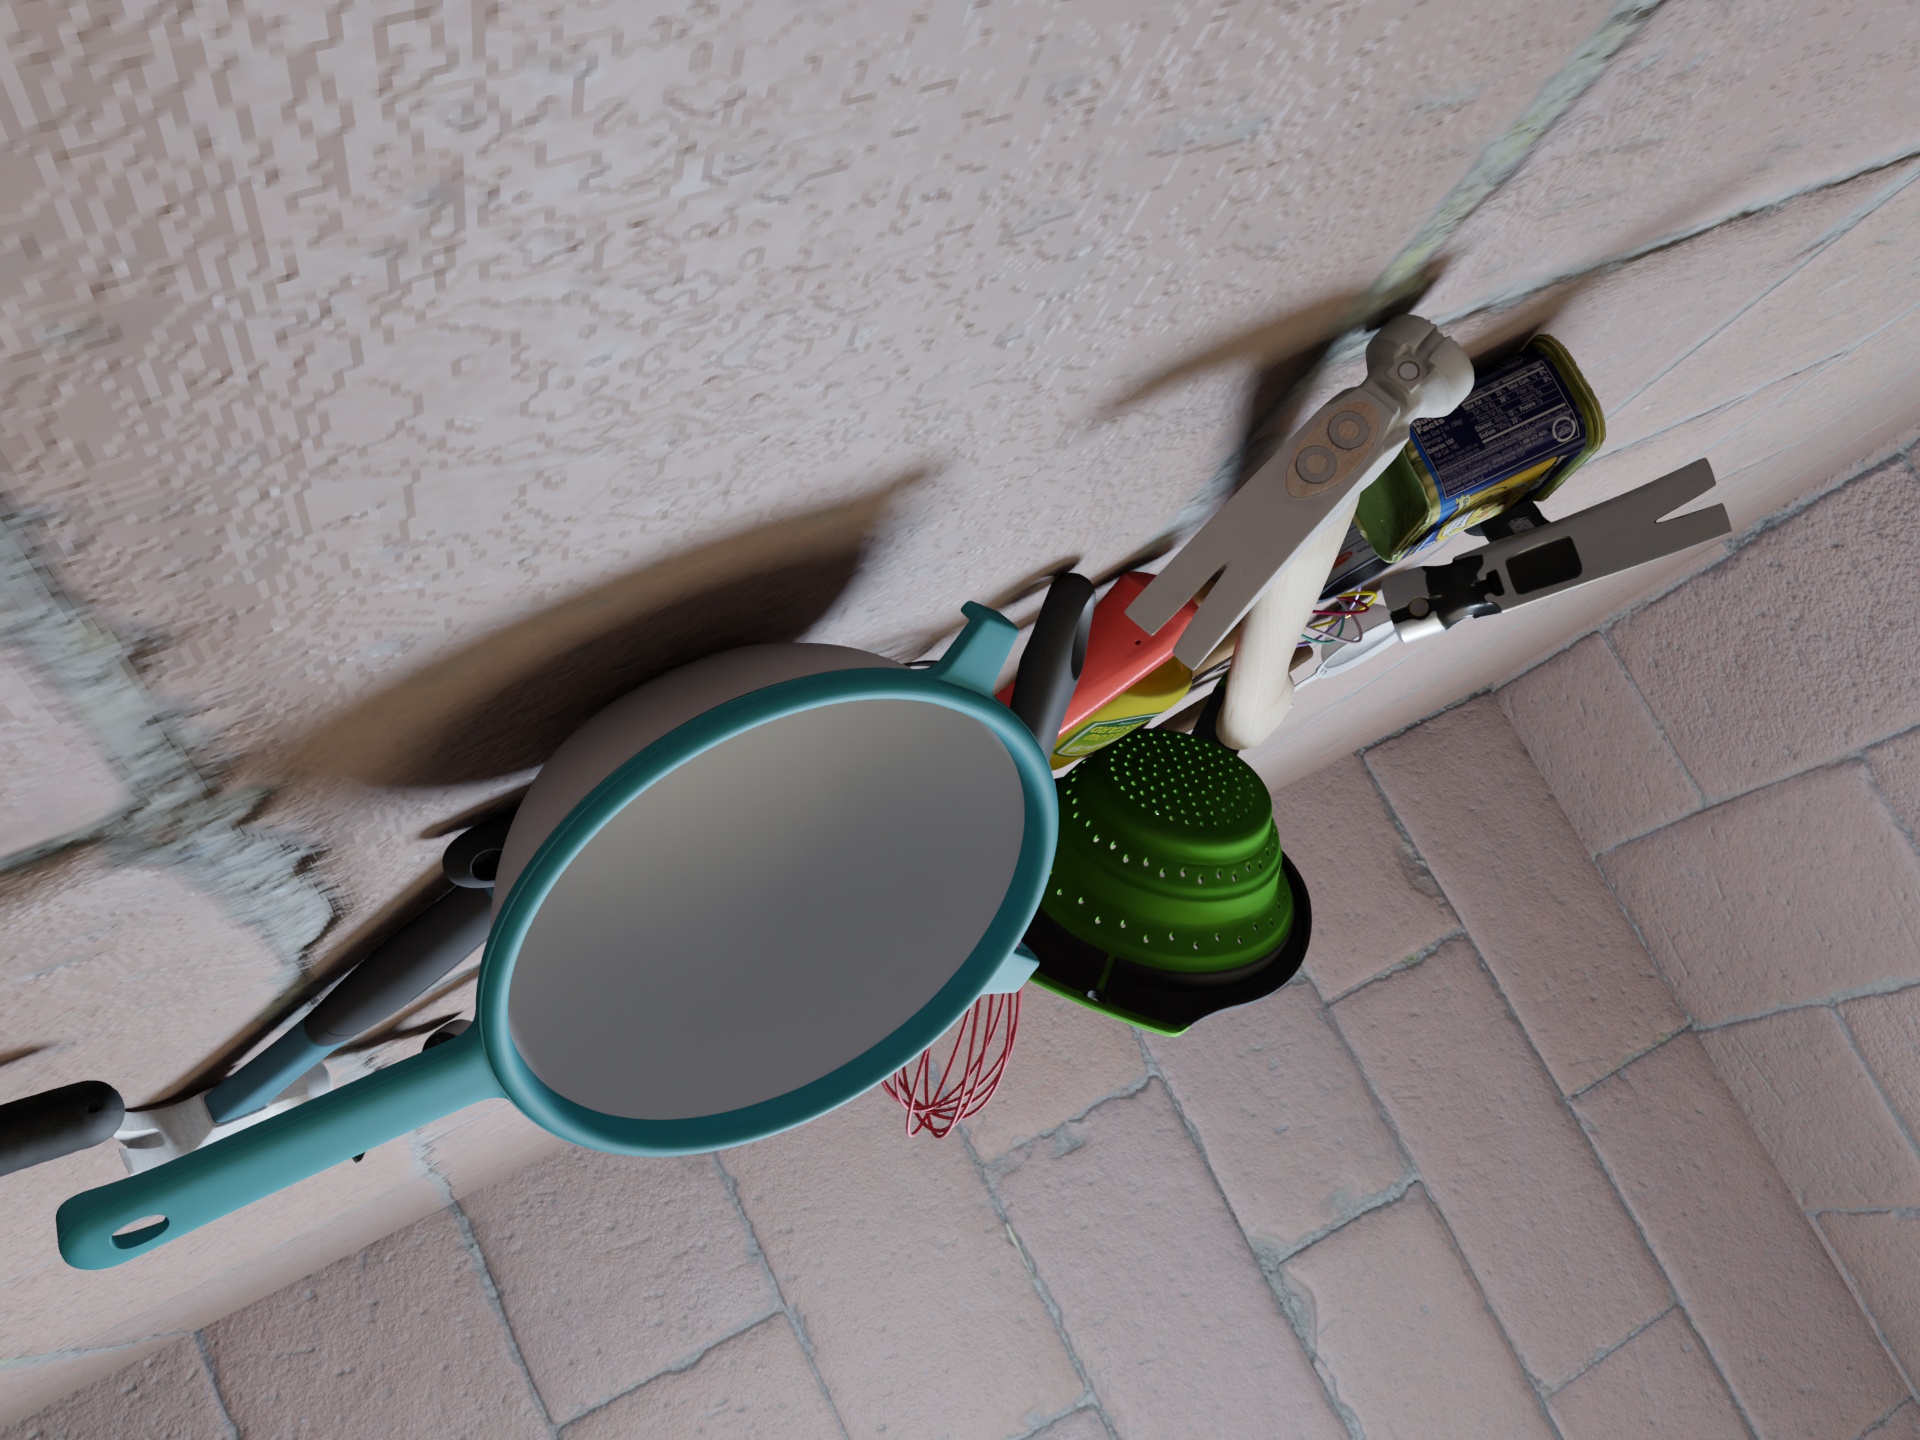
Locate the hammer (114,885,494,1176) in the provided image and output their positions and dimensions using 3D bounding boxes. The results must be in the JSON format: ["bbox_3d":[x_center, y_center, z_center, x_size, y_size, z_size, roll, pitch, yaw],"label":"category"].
[{"bbox_3d":[-0.273,0.130,0.713,0.331,0.033,0.128,-35,169,33],"label":"hammer"}]

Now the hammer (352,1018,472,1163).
[{"bbox_3d":[-0.169,0.113,0.842,0.409,0.036,0.149,-34,-178,18],"label":"hammer"}]

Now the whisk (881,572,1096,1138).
[{"bbox_3d":[0.013,0.070,0.727,0.073,0.073,0.295,-15,128,-50],"label":"whisk"}]

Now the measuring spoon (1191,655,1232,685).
[{"bbox_3d":[0.130,-0.021,1.028,0.124,0.018,0.034,-31,177,-14],"label":"measuring spoon"}]

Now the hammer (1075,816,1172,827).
[{"bbox_3d":[-0.023,0.103,1.044,0.386,0.038,0.143,-15,174,-27],"label":"hammer"}]

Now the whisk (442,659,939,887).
[{"bbox_3d":[-0.089,0.025,0.639,0.239,0.055,0.055,-17,166,-29],"label":"whisk"}]

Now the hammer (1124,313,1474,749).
[{"bbox_3d":[0.138,-0.036,0.735,0.146,0.038,0.410,-46,166,-6],"label":"hammer"}]

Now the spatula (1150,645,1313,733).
[{"bbox_3d":[0.168,0.000,1.189,0.316,0.018,0.059,-26,167,-37],"label":"spatula"}]

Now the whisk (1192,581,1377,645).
[{"bbox_3d":[0.177,-0.067,0.892,0.047,0.051,0.245,7,-175,34],"label":"whisk"}]

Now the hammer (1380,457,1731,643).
[{"bbox_3d":[0.299,-0.103,0.839,0.146,0.035,0.335,-19,-174,19],"label":"hammer"}]

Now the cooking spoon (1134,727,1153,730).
[{"bbox_3d":[0.108,0.010,1.149,0.069,0.017,0.318,-36,170,2],"label":"cooking spoon"}]

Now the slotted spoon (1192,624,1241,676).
[{"bbox_3d":[0.084,-0.007,0.964,0.314,0.031,0.070,-28,-150,-22],"label":"slotted spoon"}]

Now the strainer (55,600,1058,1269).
[{"bbox_3d":[-0.133,0.072,0.544,0.340,0.095,0.210,-23,136,-17],"label":"strainer"}]

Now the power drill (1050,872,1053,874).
[{"bbox_3d":[-0.028,0.132,1.212,0.223,0.080,0.171,-15,171,-44],"label":"power drill"}]

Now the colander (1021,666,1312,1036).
[{"bbox_3d":[0.151,0.032,1.019,0.397,0.204,0.094,-53,160,-54],"label":"colander"}]

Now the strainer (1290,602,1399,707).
[{"bbox_3d":[0.248,-0.022,1.204,0.258,0.050,0.086,-39,161,13],"label":"strainer"}]

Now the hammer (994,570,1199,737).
[{"bbox_3d":[-0.032,0.053,0.763,0.359,0.149,0.037,-35,-152,9],"label":"hammer"}]
